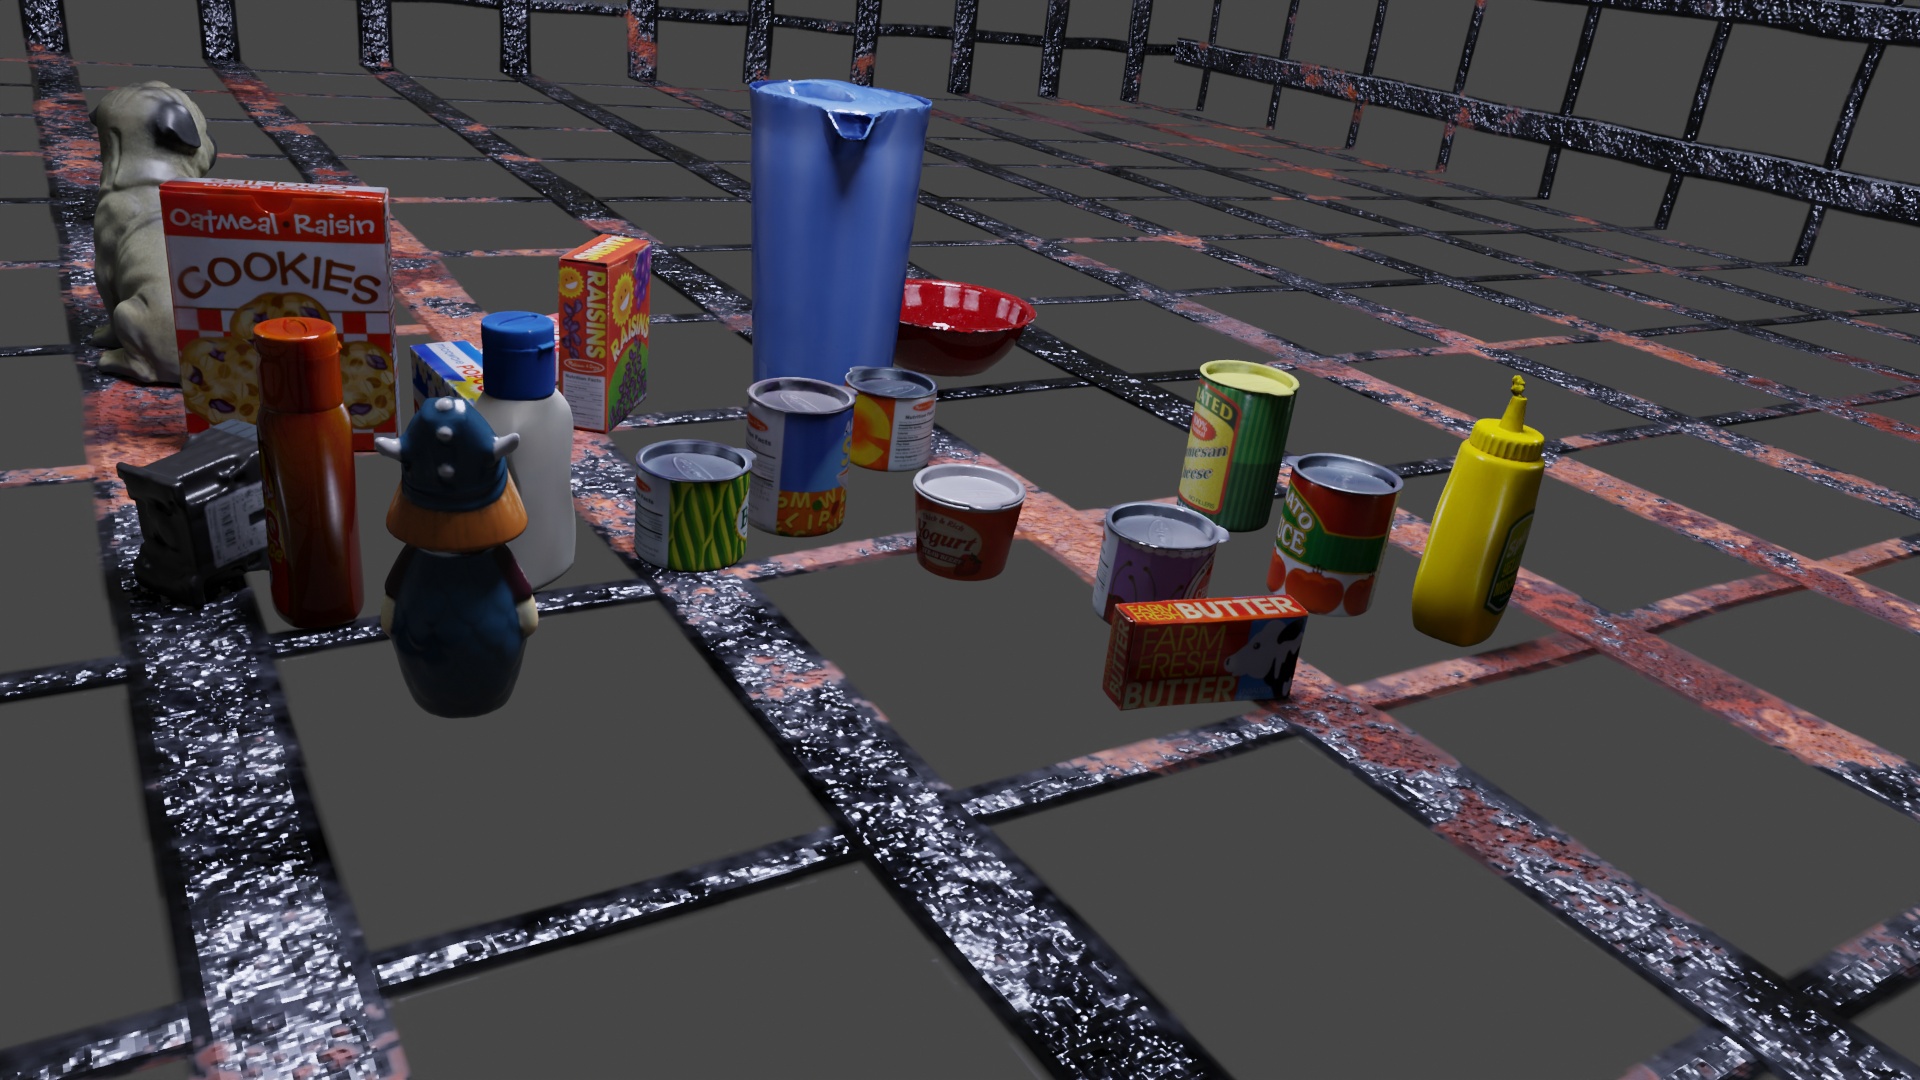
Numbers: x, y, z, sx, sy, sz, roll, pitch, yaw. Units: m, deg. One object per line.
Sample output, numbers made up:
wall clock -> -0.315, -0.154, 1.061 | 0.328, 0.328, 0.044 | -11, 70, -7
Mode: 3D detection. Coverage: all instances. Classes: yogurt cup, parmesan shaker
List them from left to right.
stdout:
yogurt cup -> 0.003, -0.011, 0.841 | 0.072, 0.053, 0.073 | 6, 24, -2
parmesan shaker -> 0.190, -0.063, 0.950 | 0.071, 0.102, 0.071 | 6, 24, -3

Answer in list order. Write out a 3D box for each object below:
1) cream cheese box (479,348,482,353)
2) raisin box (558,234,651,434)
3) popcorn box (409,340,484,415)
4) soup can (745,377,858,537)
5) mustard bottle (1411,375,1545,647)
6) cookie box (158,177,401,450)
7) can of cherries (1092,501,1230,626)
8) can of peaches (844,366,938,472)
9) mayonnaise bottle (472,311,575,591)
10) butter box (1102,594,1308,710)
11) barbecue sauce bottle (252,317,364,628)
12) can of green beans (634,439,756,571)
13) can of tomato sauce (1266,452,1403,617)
cream cheese box -> -0.323, -0.117, 0.991 | 0.024, 0.053, 0.104 | 5, 24, -4
raisin box -> -0.254, -0.149, 0.995 | 0.040, 0.122, 0.086 | 9, 24, 5
popcorn box -> -0.292, -0.062, 0.836 | 0.038, 0.084, 0.127 | -11, 30, -36
soup can -> -0.099, -0.053, 0.870 | 0.071, 0.083, 0.071 | 6, 24, -2
mustard bottle -> 0.307, -0.018, 0.810 | 0.049, 0.159, 0.065 | 24, 29, 34
cookie box -> -0.422, -0.139, 0.872 | 0.123, 0.166, 0.040 | -1, 25, -19
can of cherries -> 0.115, 0.017, 0.804 | 0.071, 0.058, 0.072 | 6, 24, -2
can of peaches -> -0.053, -0.087, 0.992 | 0.071, 0.057, 0.071 | 6, 24, -2
mayonnaise bottle -> -0.234, -0.046, 0.739 | 0.041, 0.147, 0.065 | 16, 25, 20
butter box -> 0.127, 0.058, 0.723 | 0.104, 0.053, 0.024 | -2, 25, -19
barbecue sauce bottle -> -0.323, -0.034, 0.688 | 0.044, 0.147, 0.065 | -7, 27, -30
can of green beans -> -0.157, -0.021, 0.815 | 0.071, 0.057, 0.071 | 6, 24, -2
can of tomato sauce -> 0.226, -0.004, 0.852 | 0.071, 0.082, 0.071 | 6, 24, -2
